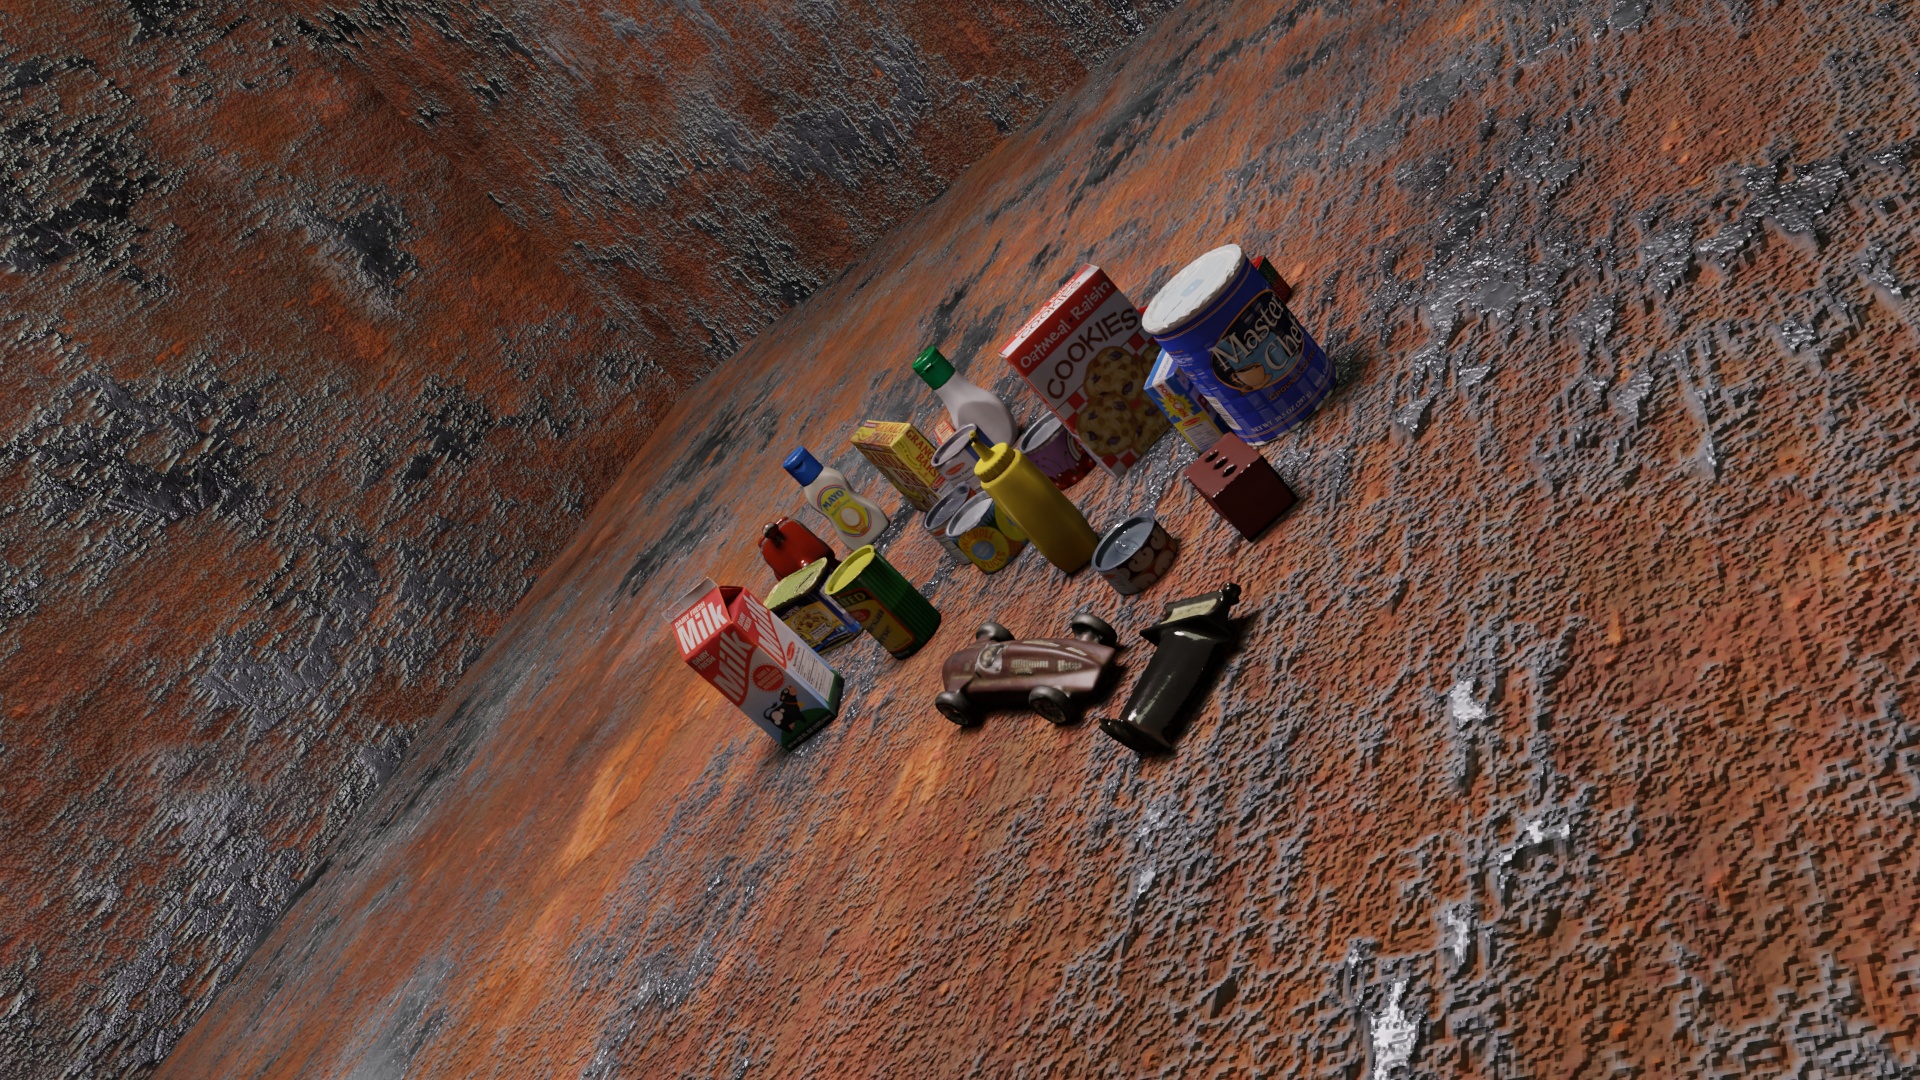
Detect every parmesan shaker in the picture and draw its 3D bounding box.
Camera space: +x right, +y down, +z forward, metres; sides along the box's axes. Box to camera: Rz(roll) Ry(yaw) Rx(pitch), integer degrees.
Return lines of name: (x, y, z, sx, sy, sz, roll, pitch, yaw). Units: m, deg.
parmesan shaker: (-0.075, 0.062, 1.393, 0.071, 0.103, 0.071, -39, 20, 17)

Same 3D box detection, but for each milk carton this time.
milk carton: (-0.213, 0.119, 1.418, 0.072, 0.190, 0.074, -38, 20, 19)

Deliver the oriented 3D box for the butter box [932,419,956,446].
butter box: (-0.003, -0.111, 1.684, 0.024, 0.053, 0.104, -42, 19, 6)

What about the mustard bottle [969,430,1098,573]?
mustard bottle: (0.058, -0.041, 1.249, 0.048, 0.160, 0.065, -39, 19, 15)

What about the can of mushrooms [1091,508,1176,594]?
can of mushrooms: (0.147, 0.010, 1.159, 0.071, 0.033, 0.071, -38, 20, 17)

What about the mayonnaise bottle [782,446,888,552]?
mayonnaise bottle: (-0.159, -0.054, 1.737, 0.064, 0.148, 0.041, -42, 19, 6)

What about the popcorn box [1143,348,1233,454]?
popcorn box: (0.221, -0.151, 1.264, 0.038, 0.085, 0.127, -26, 26, 44)

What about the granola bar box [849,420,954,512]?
granola bar box: (-0.054, -0.084, 1.623, 0.039, 0.124, 0.165, -48, 19, -10)

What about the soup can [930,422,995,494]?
soup can: (0.020, -0.079, 1.523, 0.071, 0.083, 0.071, -39, 20, 17)

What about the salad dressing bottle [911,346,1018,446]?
salad dressing bottle: (0.005, -0.164, 1.635, 0.064, 0.147, 0.044, -39, 19, 16)

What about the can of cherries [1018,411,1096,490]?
can of cherries: (0.104, -0.095, 1.426, 0.071, 0.058, 0.072, -38, 20, 17)

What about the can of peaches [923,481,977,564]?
can of peaches: (0.005, -0.018, 1.467, 0.071, 0.058, 0.071, -38, 20, 17)

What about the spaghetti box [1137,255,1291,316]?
spaghetti box: (0.239, -0.236, 1.460, 0.249, 0.050, 0.029, -16, 34, 54)

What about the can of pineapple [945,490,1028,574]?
can of pineapple: (0.027, -0.007, 1.400, 0.071, 0.058, 0.071, -38, 20, 17)

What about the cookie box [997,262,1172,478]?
cookie box: (0.136, -0.162, 1.335, 0.123, 0.167, 0.040, -44, 19, 0)
